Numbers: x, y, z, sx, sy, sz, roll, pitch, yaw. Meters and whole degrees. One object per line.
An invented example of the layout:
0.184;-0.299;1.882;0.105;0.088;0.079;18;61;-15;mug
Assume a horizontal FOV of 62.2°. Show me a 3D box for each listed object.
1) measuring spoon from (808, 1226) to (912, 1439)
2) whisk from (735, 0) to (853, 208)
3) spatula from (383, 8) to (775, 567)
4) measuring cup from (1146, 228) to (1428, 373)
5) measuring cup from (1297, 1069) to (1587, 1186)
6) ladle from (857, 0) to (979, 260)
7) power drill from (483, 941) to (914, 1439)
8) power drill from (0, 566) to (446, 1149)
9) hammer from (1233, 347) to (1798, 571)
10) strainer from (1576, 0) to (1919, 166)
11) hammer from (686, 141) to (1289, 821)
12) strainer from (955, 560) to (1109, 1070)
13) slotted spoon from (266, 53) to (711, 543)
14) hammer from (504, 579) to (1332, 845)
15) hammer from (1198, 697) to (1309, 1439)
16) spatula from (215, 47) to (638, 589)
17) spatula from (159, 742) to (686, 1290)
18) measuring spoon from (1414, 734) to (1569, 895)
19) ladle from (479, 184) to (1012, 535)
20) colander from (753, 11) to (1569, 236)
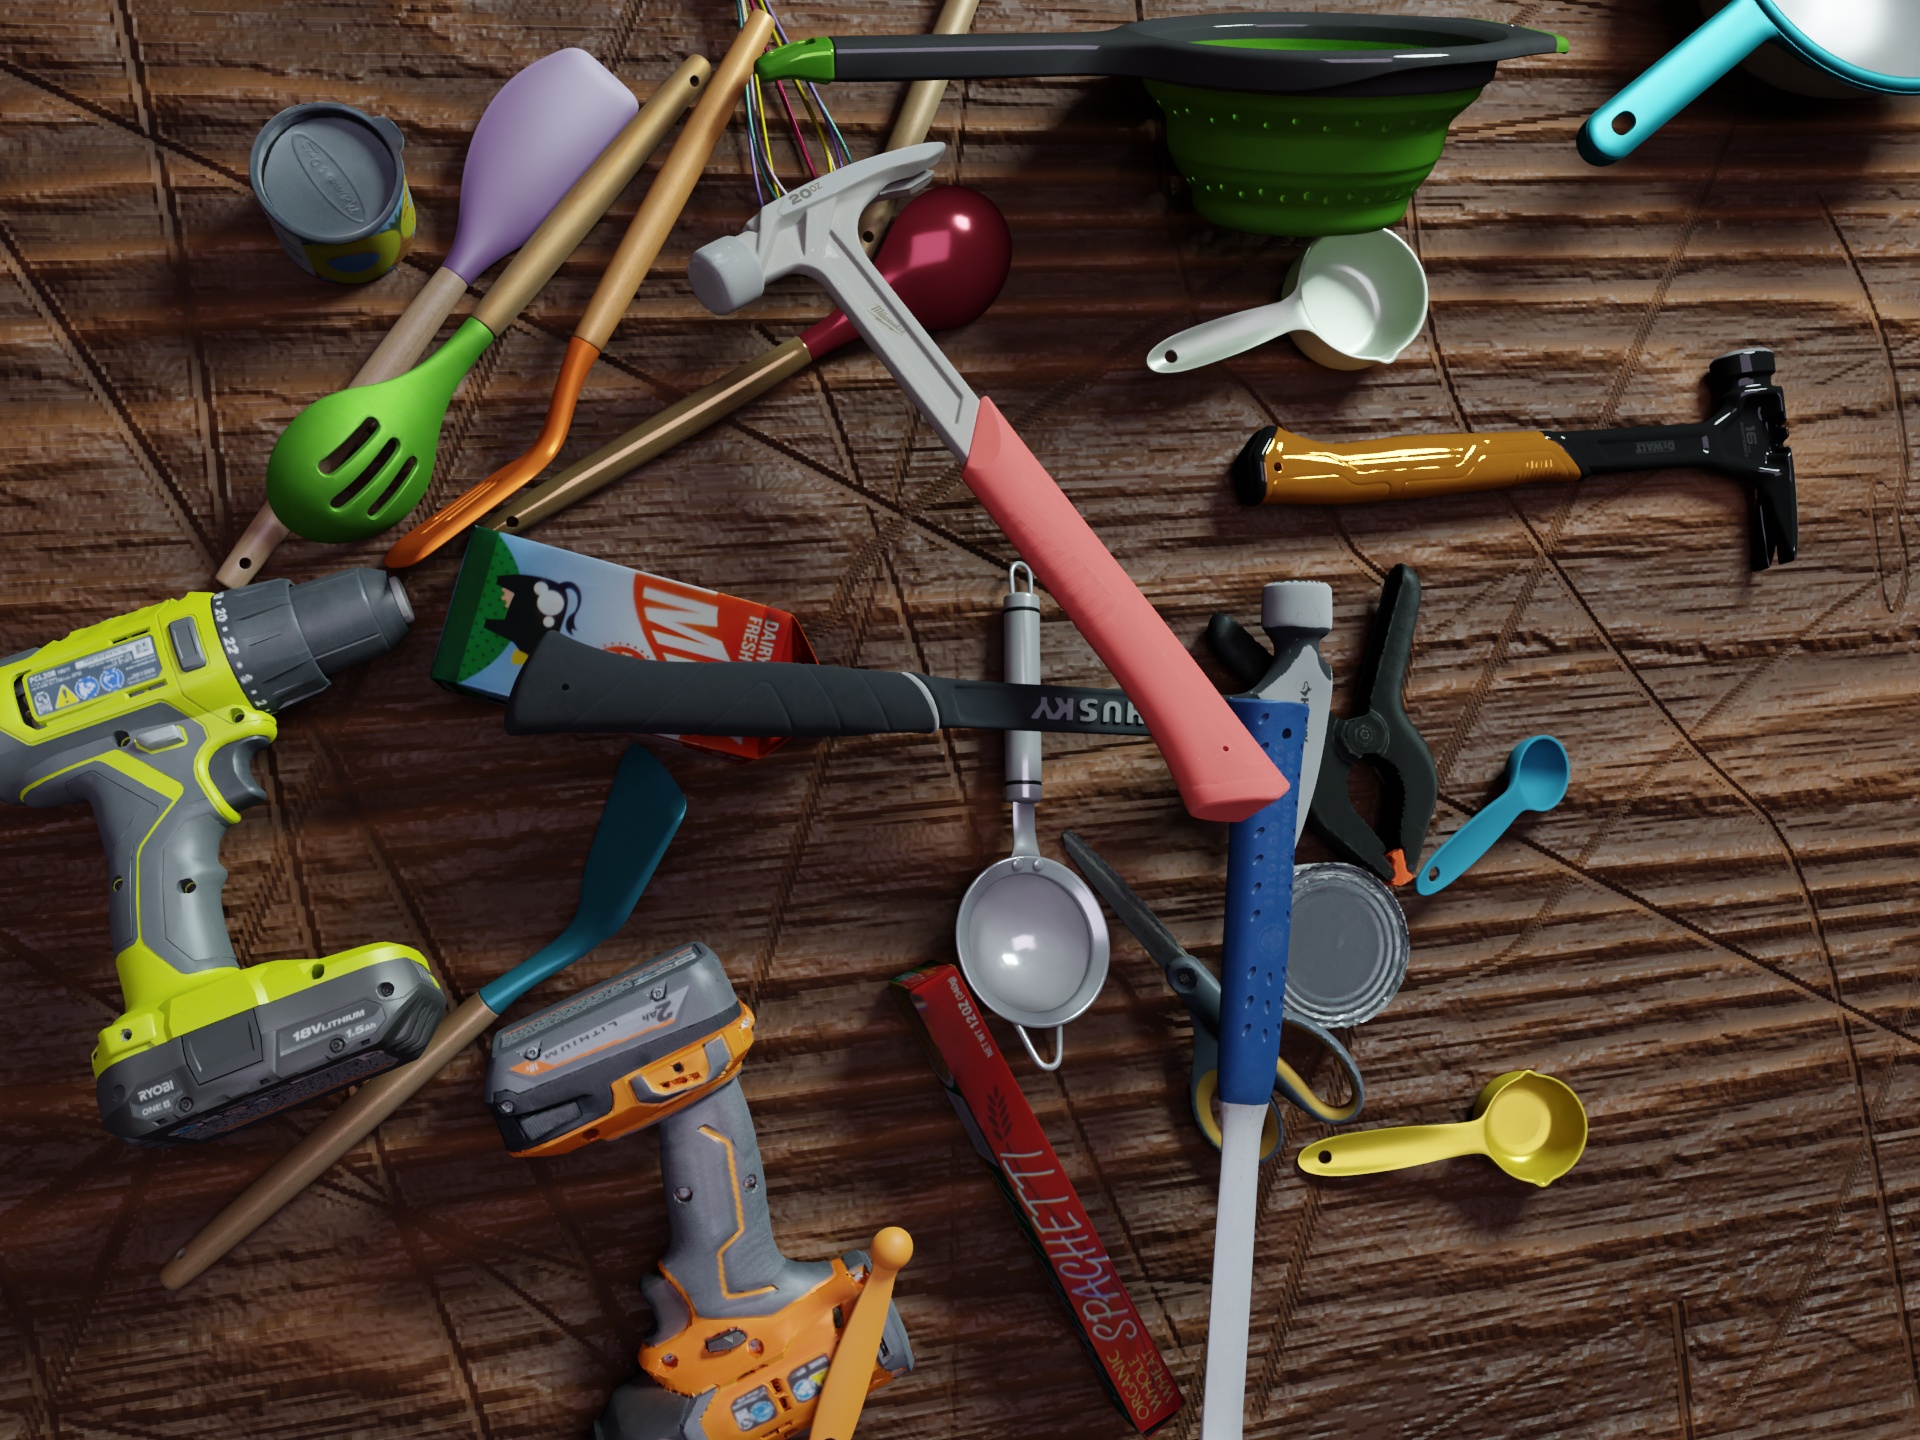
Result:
-0.045;0.286;0.716;0.021;0.011;0.117;19;88;-16;measuring spoon
-0.101;-0.358;0.805;0.051;0.047;0.245;-15;86;-7;whisk
-0.174;-0.204;0.754;0.041;0.081;0.322;30;83;-28;spatula
0.171;-0.213;0.859;0.167;0.038;0.083;-21;91;-12;measuring cup
0.256;0.224;0.856;0.156;0.029;0.062;-7;87;-2;measuring cup
0.006;-0.384;0.826;0.078;0.062;0.320;23;84;-14;ladle
-0.137;0.236;0.733;0.164;0.084;0.226;-24;95;-14;power drill
-0.310;0.049;0.691;0.190;0.080;0.229;-21;76;-12;power drill
0.314;-0.138;0.887;0.336;0.034;0.127;-5;86;-13;hammer
0.457;-0.405;0.911;0.340;0.095;0.211;-39;92;-11;strainer
0.035;-0.107;0.740;0.149;0.036;0.359;-35;84;-28;hammer
0.032;0.045;0.806;0.086;0.050;0.258;5;78;-26;strainer
-0.217;-0.211;0.770;0.314;0.031;0.070;-56;136;-15;slotted spoon
-0.001;-0.002;0.741;0.408;0.036;0.149;2;89;-23;hammer
0.140;0.193;0.763;0.144;0.035;0.405;5;89;-23;hammer
-0.261;-0.195;0.766;0.059;0.018;0.316;37;79;-27;spatula
-0.245;0.140;0.731;0.317;0.082;0.044;-42;125;-8;spatula
0.283;0.053;0.864;0.128;0.021;0.042;-37;109;-21;measuring spoon
-0.101;-0.175;0.797;0.315;0.031;0.069;-33;114;-10;ladle
0.097;-0.297;0.801;0.397;0.205;0.094;-6;119;-10;colander
